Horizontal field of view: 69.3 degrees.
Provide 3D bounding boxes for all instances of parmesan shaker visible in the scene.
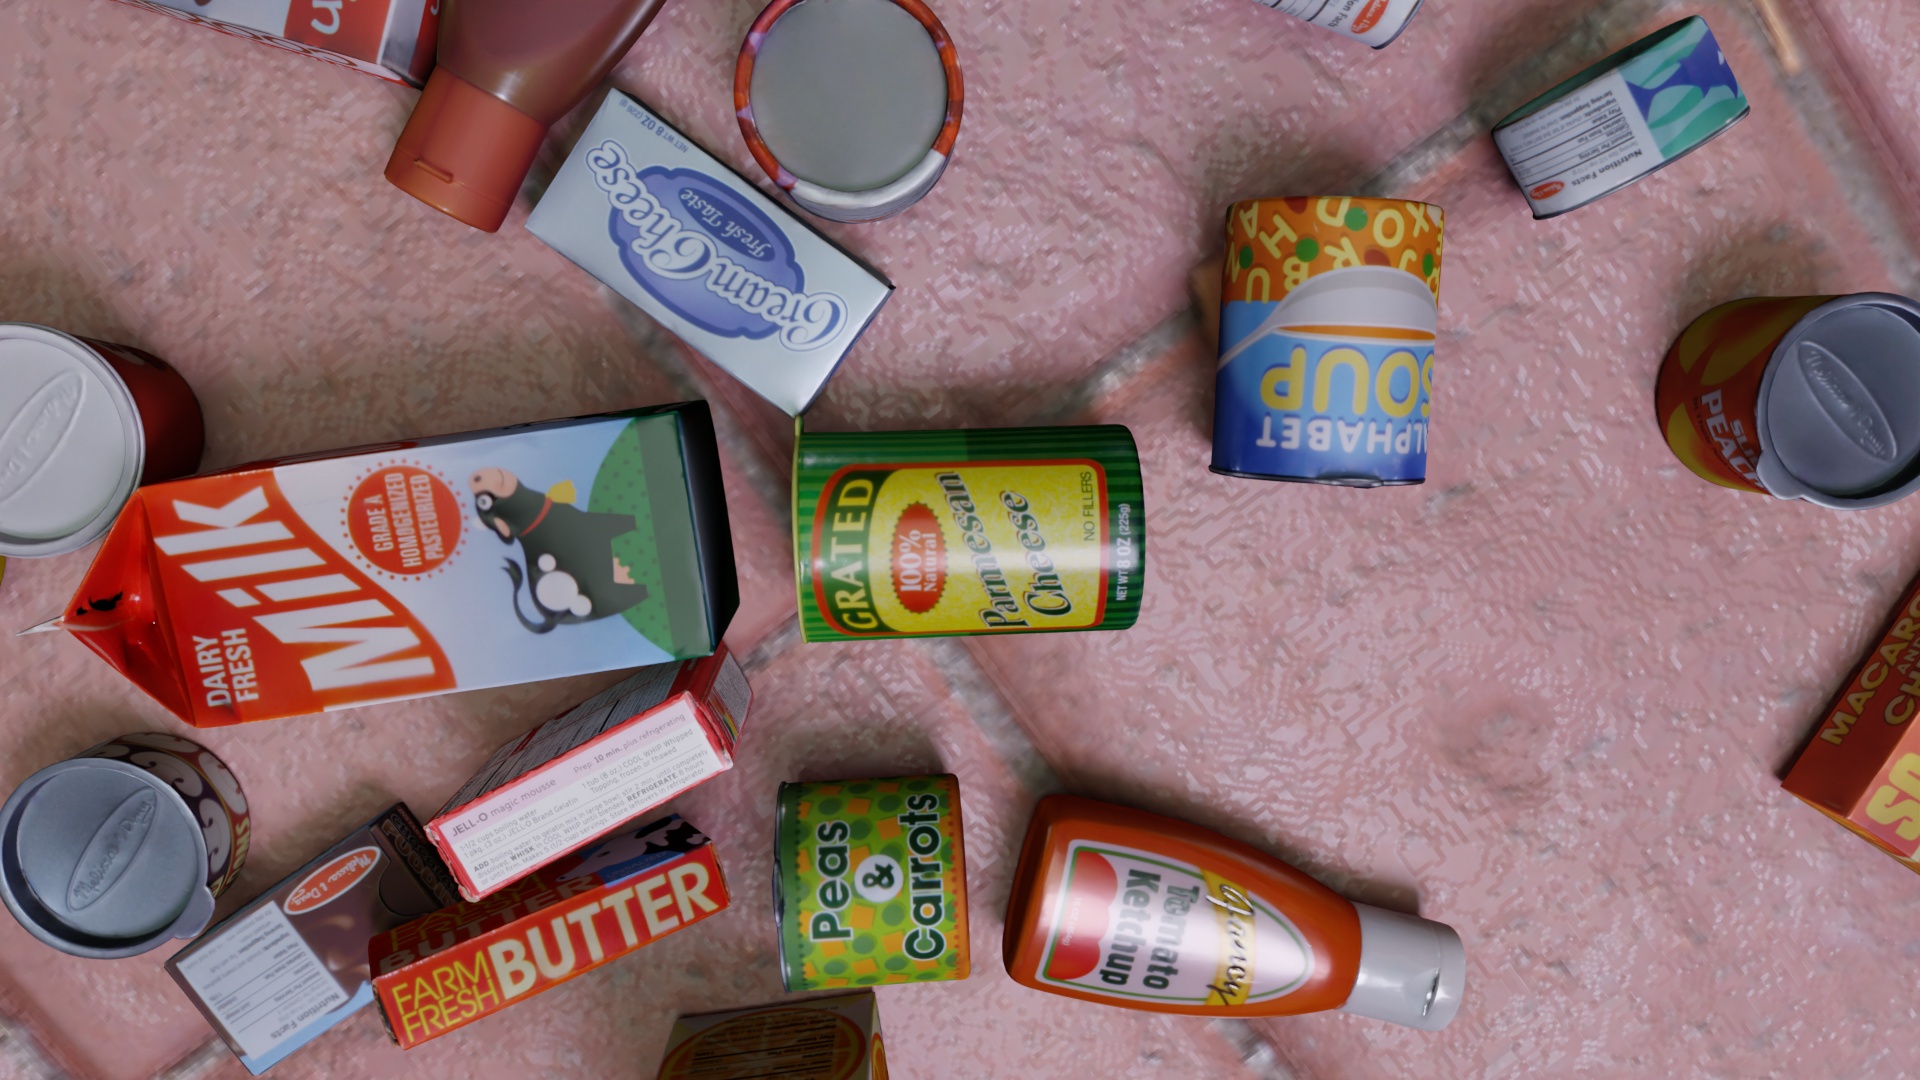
[{"bbox_3d":[0.002,-0.005,0.431,0.103,0.071,0.071,-2,98,-3],"label":"parmesan shaker"}]

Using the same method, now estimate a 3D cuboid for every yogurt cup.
[{"bbox_3d":[-0.269,-0.032,0.420,0.072,0.054,0.072,0,98,-3],"label":"yogurt cup"}]

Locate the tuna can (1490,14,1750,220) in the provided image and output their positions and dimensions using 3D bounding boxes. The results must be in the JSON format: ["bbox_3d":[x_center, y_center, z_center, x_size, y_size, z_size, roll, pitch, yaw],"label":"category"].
[{"bbox_3d":[0.202,-0.130,0.427,0.071,0.071,0.033,-31,97,2],"label":"tuna can"}]

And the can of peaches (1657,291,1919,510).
[{"bbox_3d":[0.268,-0.044,0.445,0.071,0.058,0.071,0,99,-3],"label":"can of peaches"}]

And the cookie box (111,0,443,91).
[{"bbox_3d":[-0.229,-0.218,0.405,0.167,0.040,0.122,15,97,-4],"label":"cookie box"}]

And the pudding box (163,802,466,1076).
[{"bbox_3d":[-0.208,0.131,0.458,0.084,0.030,0.049,-34,97,2],"label":"pudding box"}]

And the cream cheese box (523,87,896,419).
[{"bbox_3d":[-0.078,-0.089,0.436,0.104,0.024,0.053,35,99,-7],"label":"cream cheese box"}]

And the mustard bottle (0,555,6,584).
[{"bbox_3d":[-0.336,-0.050,0.417,0.065,0.049,0.160,-5,98,-4],"label":"mustard bottle"}]

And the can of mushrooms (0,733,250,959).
[{"bbox_3d":[-0.267,0.099,0.449,0.071,0.033,0.071,0,97,-3],"label":"can of mushrooms"}]

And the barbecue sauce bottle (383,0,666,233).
[{"bbox_3d":[-0.123,-0.166,0.415,0.065,0.044,0.148,29,96,-6],"label":"barbecue sauce bottle"}]

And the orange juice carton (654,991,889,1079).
[{"bbox_3d":[-0.056,0.210,0.394,0.073,0.193,0.071,-8,100,-1],"label":"orange juice carton"}]

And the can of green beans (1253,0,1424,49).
[{"bbox_3d":[0.112,-0.188,0.413,0.058,0.071,0.071,19,97,-5],"label":"can of green beans"}]

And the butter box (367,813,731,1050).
[{"bbox_3d":[-0.127,0.119,0.431,0.104,0.053,0.024,-19,96,-24],"label":"butter box"}]

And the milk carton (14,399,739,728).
[{"bbox_3d":[-0.170,0.007,0.421,0.191,0.072,0.073,-8,99,-2],"label":"milk carton"}]

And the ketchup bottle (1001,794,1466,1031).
[{"bbox_3d":[0.092,0.131,0.467,0.149,0.043,0.064,14,97,-5],"label":"ketchup bottle"}]

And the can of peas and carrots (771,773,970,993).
[{"bbox_3d":[-0.028,0.108,0.443,0.059,0.071,0.071,-3,98,-3],"label":"can of peas and carrots"}]

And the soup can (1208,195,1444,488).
[{"bbox_3d":[0.113,-0.061,0.427,0.071,0.071,0.083,2,98,-3],"label":"soup can"}]

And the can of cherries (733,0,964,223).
[{"bbox_3d":[-0.034,-0.133,0.416,0.071,0.058,0.071,0,99,-2],"label":"can of cherries"}]

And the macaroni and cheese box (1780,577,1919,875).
[{"bbox_3d":[0.389,0.080,0.477,0.166,0.040,0.123,31,95,-7],"label":"macaroni and cheese box"}]
